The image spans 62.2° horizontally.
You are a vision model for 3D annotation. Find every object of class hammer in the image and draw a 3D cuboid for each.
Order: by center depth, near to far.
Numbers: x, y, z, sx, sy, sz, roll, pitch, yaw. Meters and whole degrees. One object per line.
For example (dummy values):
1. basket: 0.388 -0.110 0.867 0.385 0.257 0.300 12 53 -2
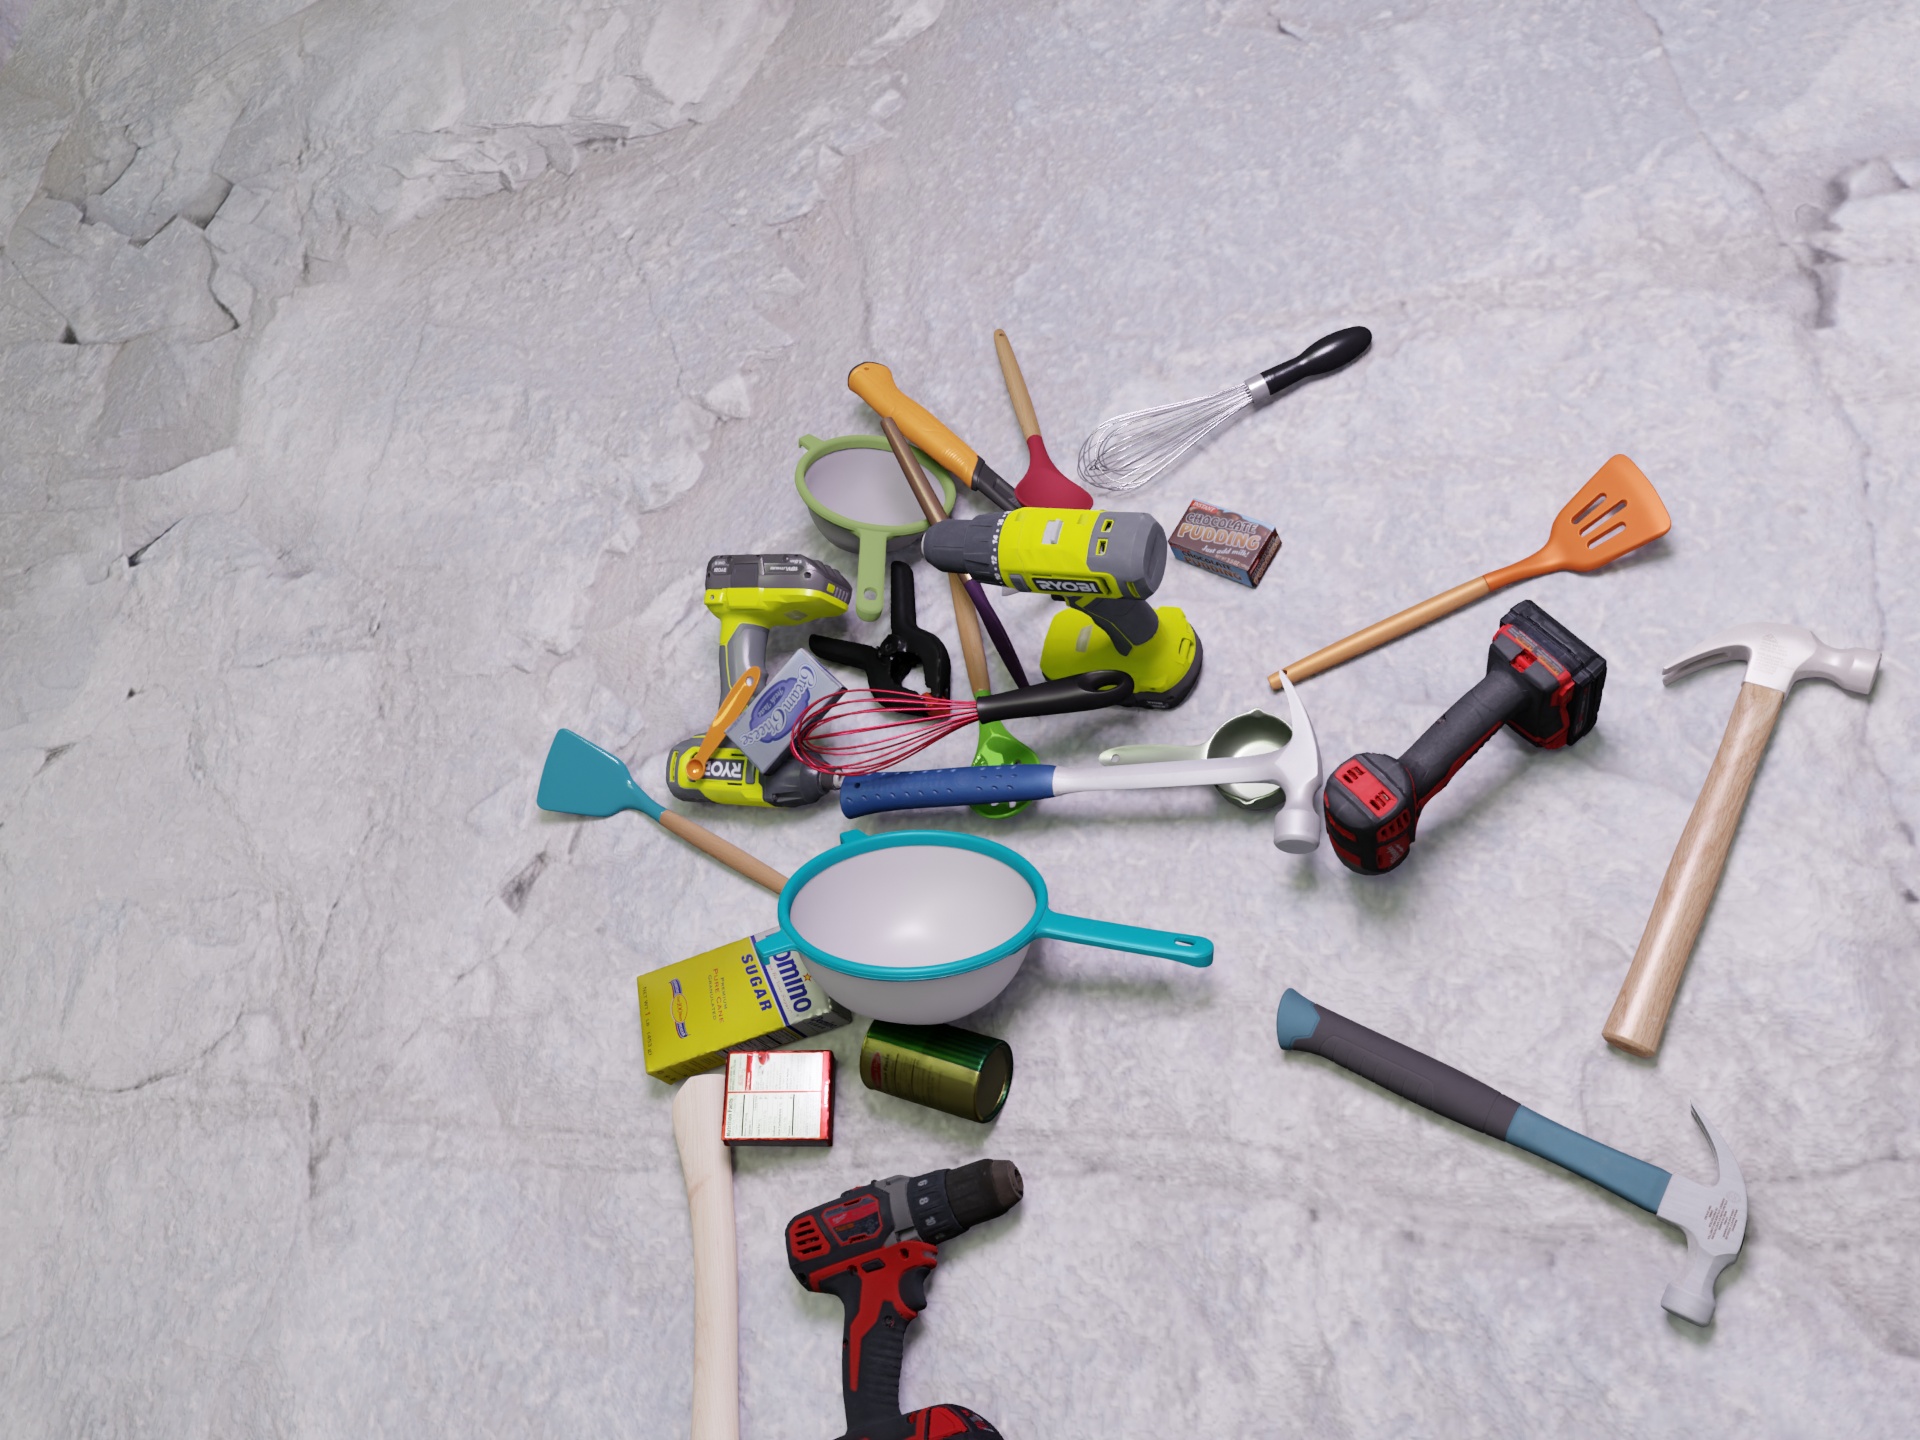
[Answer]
1. hammer: 0.363 0.269 1.084 0.331 0.033 0.128 23 77 32
2. hammer: 0.520 0.077 1.111 0.130 0.031 0.331 20 75 31
3. hammer: -0.180 0.474 1.225 0.146 0.038 0.411 -15 59 15
4. hammer: 0.089 0.043 1.280 0.405 0.035 0.144 -5 61 25
5. hammer: -0.006 -0.237 1.473 0.127 0.034 0.337 -28 54 -25

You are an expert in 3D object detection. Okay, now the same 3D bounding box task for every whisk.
1. whisk: -0.002 -0.004 1.307 0.296 0.073 0.073 -10 61 14
2. whisk: 0.234 -0.280 1.414 0.284 0.070 0.070 -25 57 6

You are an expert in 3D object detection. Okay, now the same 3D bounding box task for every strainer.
1. strainer: 0.025 0.184 1.237 0.340 0.095 0.211 7 27 16
2. strainer: -0.083 -0.163 1.459 0.151 0.069 0.257 7 45 -7

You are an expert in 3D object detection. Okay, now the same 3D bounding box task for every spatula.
1. spatula: 0.391 -0.102 1.256 0.322 0.041 0.081 -26 58 12
2. spatula: -0.002 -0.144 1.407 0.018 0.059 0.316 -25 70 -5
3. spatula: -0.259 0.100 1.448 0.318 0.044 0.082 25 100 30

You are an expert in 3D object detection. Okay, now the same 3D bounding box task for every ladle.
1. ladle: 0.062 -0.275 1.470 0.069 0.031 0.316 0 44 -13

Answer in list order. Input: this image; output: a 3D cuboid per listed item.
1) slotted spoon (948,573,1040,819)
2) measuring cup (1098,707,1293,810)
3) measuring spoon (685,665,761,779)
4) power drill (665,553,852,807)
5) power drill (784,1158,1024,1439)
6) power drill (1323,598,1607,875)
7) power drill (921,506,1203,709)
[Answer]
1. slotted spoon: 0.017 -0.045 1.407 0.070 0.031 0.314 -21 56 14
2. measuring cup: 0.194 0.035 1.279 0.167 0.038 0.083 -1 64 26
3. measuring spoon: -0.208 0.002 1.409 0.021 0.011 0.117 34 95 22
4. power drill: -0.172 -0.033 1.440 0.171 0.080 0.223 2 81 26
5. power drill: -0.025 0.438 1.152 0.188 0.080 0.227 -23 55 12
6. power drill: 0.357 0.026 1.154 0.219 0.143 0.079 -39 60 -6
7. power drill: 0.089 -0.096 1.276 0.190 0.228 0.080 6 68 27
